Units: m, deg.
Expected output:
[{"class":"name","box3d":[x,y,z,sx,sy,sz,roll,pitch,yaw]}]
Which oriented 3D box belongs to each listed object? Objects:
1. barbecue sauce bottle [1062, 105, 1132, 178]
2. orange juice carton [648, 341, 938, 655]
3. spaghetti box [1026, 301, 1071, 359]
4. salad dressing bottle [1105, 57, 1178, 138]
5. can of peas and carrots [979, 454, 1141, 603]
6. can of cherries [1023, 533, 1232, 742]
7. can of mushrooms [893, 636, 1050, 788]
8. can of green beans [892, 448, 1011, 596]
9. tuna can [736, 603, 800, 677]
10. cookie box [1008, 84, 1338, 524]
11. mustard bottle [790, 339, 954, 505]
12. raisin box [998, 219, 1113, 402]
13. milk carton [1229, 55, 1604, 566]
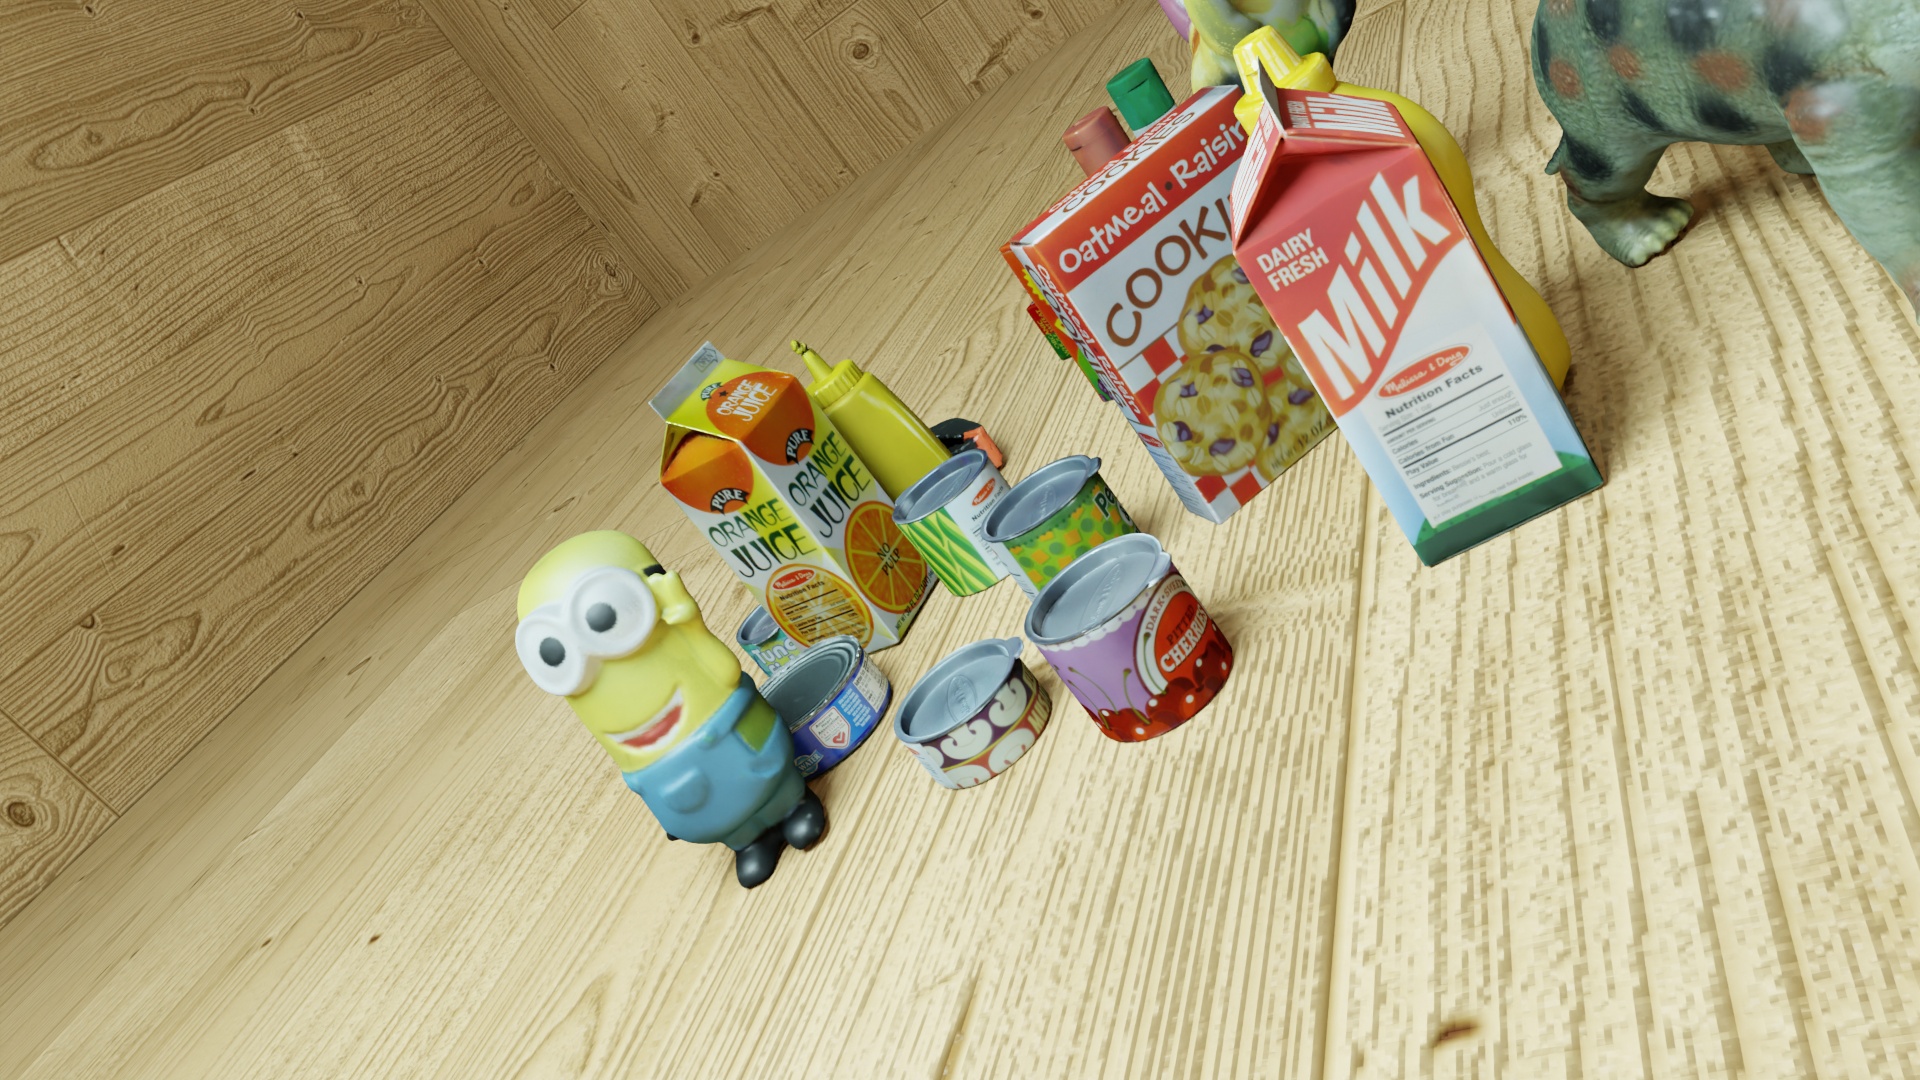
[{"class":"barbecue sauce bottle","box3d":[0.124,-0.220,0.934,0.044,0.148,0.065,-42,20,-15]},{"class":"orange juice carton","box3d":[-0.102,-0.023,0.803,0.073,0.192,0.072,-22,24,37]},{"class":"spaghetti box","box3d":[0.133,-0.233,1.097,0.028,0.050,0.251,-15,29,48]},{"class":"salad dressing bottle","box3d":[0.158,-0.275,1.003,0.064,0.147,0.044,-33,19,11]},{"class":"can of peas and carrots","box3d":[0.055,-0.001,0.689,0.071,0.058,0.071,-32,20,13]},{"class":"can of cherries","box3d":[0.071,0.040,0.569,0.071,0.058,0.072,-32,20,13]},{"class":"can of mushrooms","box3d":[0.008,0.077,0.629,0.071,0.033,0.071,-32,20,13]},{"class":"can of green beans","box3d":[0.004,-0.010,0.797,0.071,0.057,0.071,-32,20,13]},{"class":"tuna can","box3d":[-0.106,0.055,0.873,0.071,0.032,0.071,-32,20,13]},{"class":"cookie box","box3d":[0.120,-0.112,0.667,0.123,0.167,0.040,-39,19,-6]},{"class":"mustard bottle","box3d":[-0.052,-0.063,0.859,0.065,0.160,0.049,-37,19,-1]},{"class":"raisin box","box3d":[0.092,-0.150,0.868,0.040,0.123,0.086,-47,22,-27]},{"class":"milk carton","box3d":[0.159,-0.093,0.521,0.073,0.190,0.073,-29,21,22]}]
